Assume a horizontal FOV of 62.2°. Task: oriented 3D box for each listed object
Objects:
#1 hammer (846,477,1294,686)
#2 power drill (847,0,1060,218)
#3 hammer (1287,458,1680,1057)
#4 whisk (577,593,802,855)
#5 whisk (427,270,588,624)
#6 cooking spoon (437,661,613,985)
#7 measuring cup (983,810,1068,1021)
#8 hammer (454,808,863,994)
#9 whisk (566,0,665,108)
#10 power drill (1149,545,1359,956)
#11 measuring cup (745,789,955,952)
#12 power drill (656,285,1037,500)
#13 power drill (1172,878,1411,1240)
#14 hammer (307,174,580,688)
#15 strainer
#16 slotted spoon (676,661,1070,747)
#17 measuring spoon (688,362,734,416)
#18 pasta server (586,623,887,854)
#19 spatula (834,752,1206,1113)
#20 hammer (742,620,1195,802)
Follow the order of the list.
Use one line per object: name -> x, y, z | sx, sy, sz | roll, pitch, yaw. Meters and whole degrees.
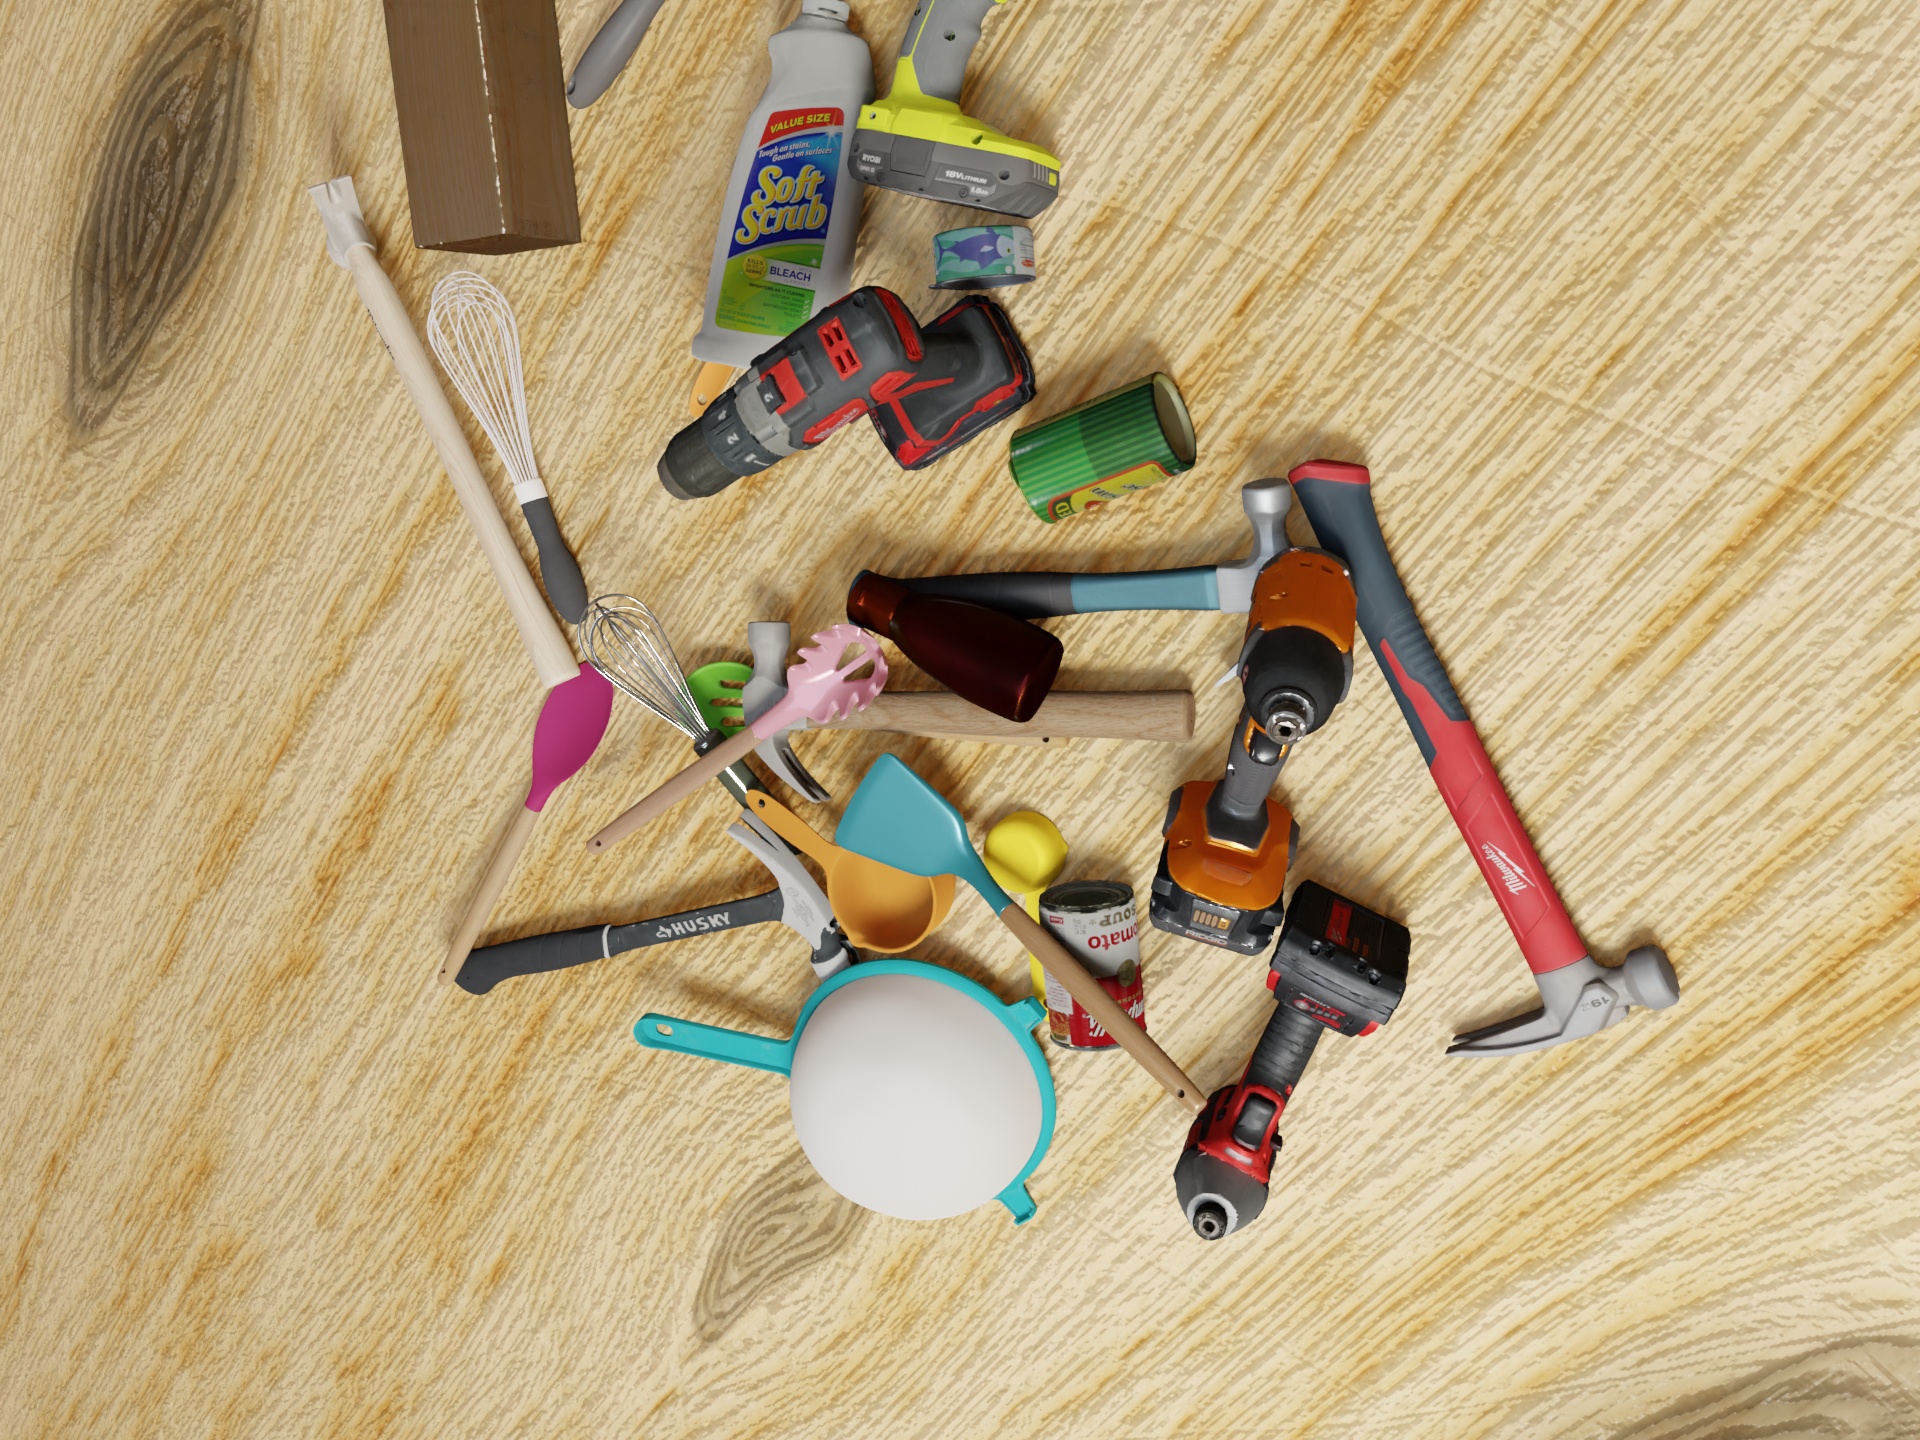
hammer -> 0.066, -0.086, 1.063 | 0.331, 0.033, 0.128 | 0, 111, 30
power drill -> 0.026, -0.439, 0.989 | 0.191, 0.080, 0.228 | 19, 106, 22
hammer -> 0.287, 0.020, 0.980 | 0.143, 0.038, 0.386 | -27, 88, 31
whisk -> -0.194, 0.007, 1.182 | 0.246, 0.059, 0.058 | 52, 163, -17
whisk -> -0.348, -0.210, 1.244 | 0.070, 0.070, 0.284 | -13, 100, 29
cooking spoon -> -0.365, 0.092, 1.318 | 0.069, 0.017, 0.319 | 39, 108, 26
measuring cup -> 0.050, 0.143, 1.131 | 0.062, 0.029, 0.156 | -4, 98, 28
hammer -> -0.273, 0.172, 1.286 | 0.409, 0.036, 0.149 | -15, 112, 32
whisk -> -0.207, -0.516, 1.108 | 0.239, 0.055, 0.055 | -39, 83, 33
power drill -> 0.176, 0.028, 0.944 | 0.084, 0.164, 0.226 | 16, 124, 6
measuring cup -> -0.080, 0.097, 1.174 | 0.174, 0.052, 0.095 | 35, 113, 16
power drill -> -0.070, -0.200, 1.003 | 0.188, 0.226, 0.080 | -28, 88, 29
power drill -> 0.201, 0.224, 1.010 | 0.078, 0.143, 0.219 | 26, 110, 11
hammer -> -0.398, -0.217, 1.237 | 0.038, 0.146, 0.410 | -26, 94, -14
strainer -> -0.104, 0.277, 1.173 | 0.340, 0.095, 0.211 | 8, 113, 16
slotted spoon -> -0.068, -0.001, 1.162 | 0.314, 0.031, 0.070 | 6, 105, 24
measuring spoon -> -0.169, -0.270, 1.163 | 0.021, 0.011, 0.117 | 38, 119, 2
pasta server -> -0.167, 0.023, 1.138 | 0.316, 0.040, 0.060 | -33, 90, 27
spatula -> 0.041, 0.146, 1.055 | 0.318, 0.044, 0.082 | 43, 114, 28
hammer -> -0.002, -0.004, 1.103 | 0.331, 0.031, 0.130 | 2, 93, 22
